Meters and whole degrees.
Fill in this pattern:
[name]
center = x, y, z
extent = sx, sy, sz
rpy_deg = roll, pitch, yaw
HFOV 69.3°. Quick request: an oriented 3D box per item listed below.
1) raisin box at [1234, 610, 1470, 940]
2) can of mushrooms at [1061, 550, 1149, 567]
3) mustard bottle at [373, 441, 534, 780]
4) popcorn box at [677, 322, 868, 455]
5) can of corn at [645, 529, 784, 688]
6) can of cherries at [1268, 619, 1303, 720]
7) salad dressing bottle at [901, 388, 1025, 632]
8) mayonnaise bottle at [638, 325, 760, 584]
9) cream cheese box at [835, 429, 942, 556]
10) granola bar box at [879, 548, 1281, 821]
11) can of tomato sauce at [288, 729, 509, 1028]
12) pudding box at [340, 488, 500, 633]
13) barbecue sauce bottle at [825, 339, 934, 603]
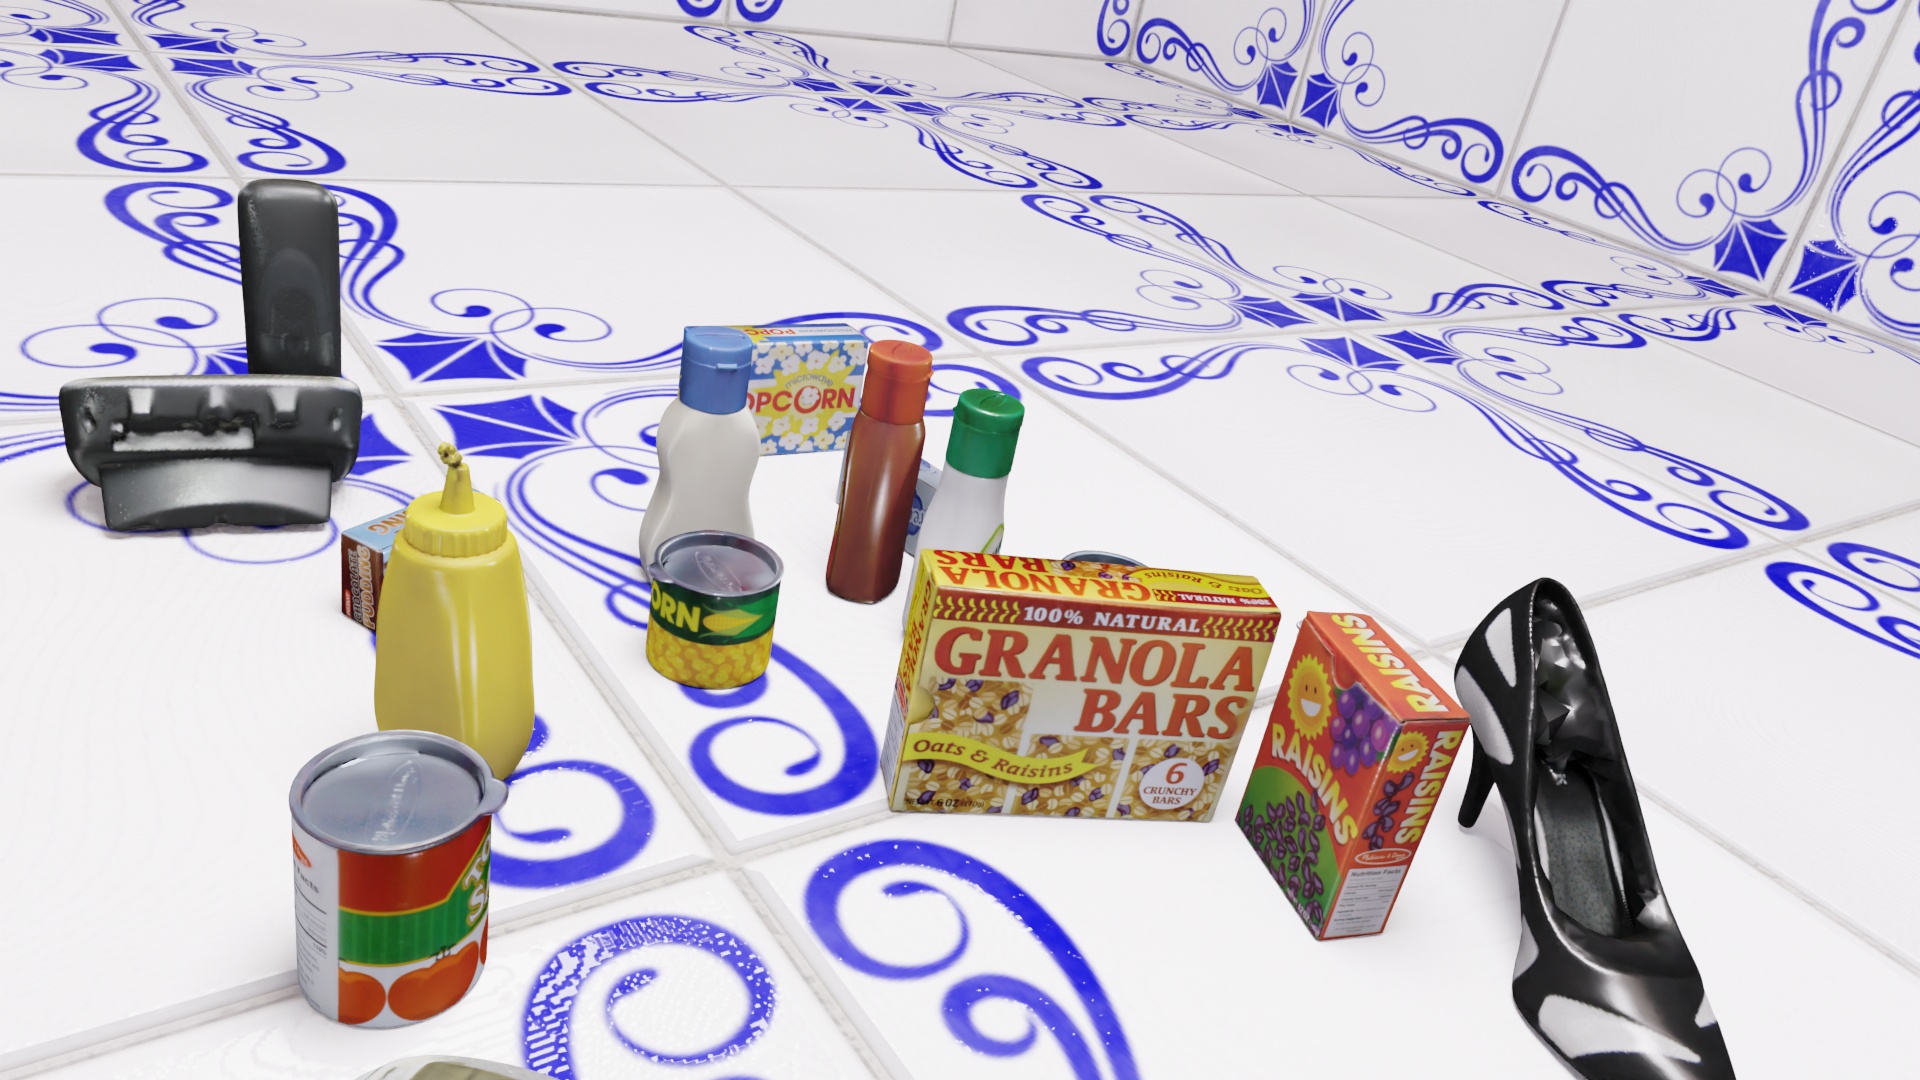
[raisin box]
center = 0.175, 0.106, 0.637
extent = 0.040, 0.122, 0.086
rpy_deg = 2, 28, -19
[can of mushrooms]
center = 0.086, 0.036, 0.835
extent = 0.071, 0.033, 0.071
rpy_deg = 9, 27, -5
[mustard bottle]
center = -0.212, 0.031, 0.585
extent = 0.065, 0.159, 0.049
rpy_deg = 22, 28, 19
[popcorn box]
center = -0.130, -0.104, 0.960
extent = 0.127, 0.084, 0.038
rpy_deg = -7, 32, -32
[can of corn]
center = -0.130, 0.036, 0.720
extent = 0.071, 0.058, 0.071
rpy_deg = 9, 27, -5
[can of cherries]
center = 0.207, 0.085, 0.763
extent = 0.071, 0.058, 0.072
rpy_deg = 9, 27, -5
[salad dressing bottle]
center = 0.003, -0.010, 0.764
extent = 0.044, 0.147, 0.064
rpy_deg = 21, 28, 18
[mayonnaise bottle]
center = -0.141, -0.044, 0.772
extent = 0.065, 0.147, 0.041
rpy_deg = -2, 30, -26
[cream cheese box]
center = -0.036, -0.027, 0.886
extent = 0.024, 0.053, 0.104
rpy_deg = -15, 37, -42
[granola bar box]
center = 0.054, 0.071, 0.654
extent = 0.166, 0.123, 0.039
rpy_deg = 5, 27, -14
[can of tomato sauce]
center = -0.202, 0.121, 0.500
extent = 0.071, 0.082, 0.071
rpy_deg = 9, 27, -5
[pudding box]
center = -0.279, 0.008, 0.723
extent = 0.030, 0.049, 0.084
rpy_deg = 22, 29, 20
[barbecue sauce bottle]
center = -0.045, -0.041, 0.803
extent = 0.044, 0.147, 0.065
rpy_deg = 14, 27, 4
